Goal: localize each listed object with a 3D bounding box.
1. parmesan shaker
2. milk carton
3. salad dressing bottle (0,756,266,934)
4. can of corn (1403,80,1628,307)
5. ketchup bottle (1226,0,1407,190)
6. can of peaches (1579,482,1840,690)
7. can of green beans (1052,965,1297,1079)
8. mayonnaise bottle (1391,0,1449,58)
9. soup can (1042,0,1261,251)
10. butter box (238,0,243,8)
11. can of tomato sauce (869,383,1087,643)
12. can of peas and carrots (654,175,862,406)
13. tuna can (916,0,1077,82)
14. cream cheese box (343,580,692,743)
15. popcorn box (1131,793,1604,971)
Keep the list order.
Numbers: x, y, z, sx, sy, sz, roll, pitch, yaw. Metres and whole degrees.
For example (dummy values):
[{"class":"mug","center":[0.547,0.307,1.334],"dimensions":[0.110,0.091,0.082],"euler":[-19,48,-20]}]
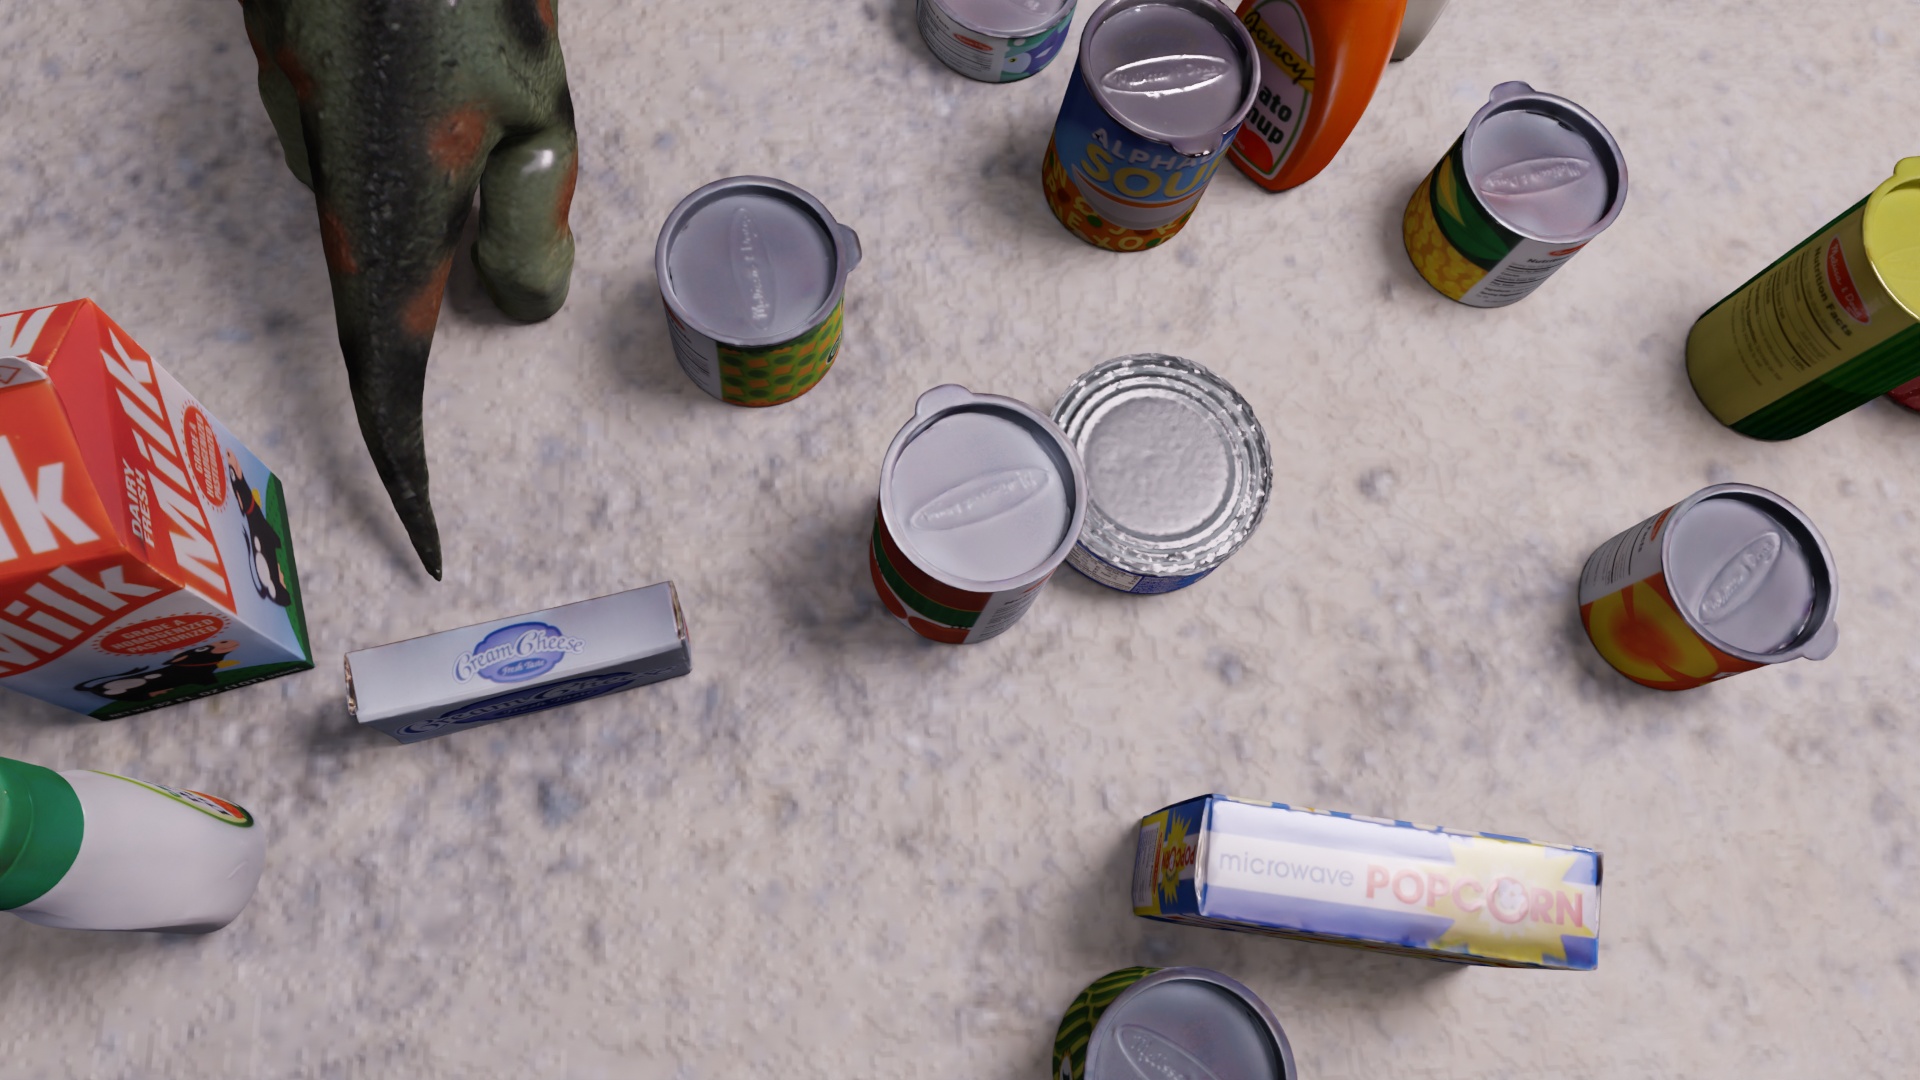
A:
[{"class":"parmesan shaker","center":[0.338,-0.089,0.531],"dimensions":[0.071,0.102,0.071],"euler":[2,73,-6]},{"class":"milk carton","center":[-0.252,-0.007,0.389],"dimensions":[0.072,0.190,0.073],"euler":[-15,76,-11]},{"class":"salad dressing bottle","center":[-0.244,0.085,0.385],"dimensions":[0.064,0.147,0.044],"euler":[14,73,-2]},{"class":"can of corn","center":[0.218,-0.137,0.555],"dimensions":[0.071,0.058,0.071],"euler":[2,73,-6]},{"class":"ketchup bottle","center":[0.135,-0.193,0.515],"dimensions":[0.043,0.148,0.065],"euler":[-30,79,-14]},{"class":"can of peaches","center":[0.276,0.021,0.514],"dimensions":[0.071,0.058,0.071],"euler":[2,73,-6]},{"class":"can of green beans","center":[0.066,0.170,0.443],"dimensions":[0.071,0.057,0.071],"euler":[2,73,-6]},{"class":"mayonnaise bottle","center":[0.191,-0.256,0.541],"dimensions":[0.041,0.147,0.065],"euler":[5,73,-5]},{"class":"soup can","center":[0.070,-0.156,0.530],"dimensions":[0.071,0.083,0.071],"euler":[2,73,-6]},{"class":"butter box","center":[-0.230,-0.188,0.520],"dimensions":[0.103,0.053,0.024],"euler":[39,73,5]},{"class":"can of tomato sauce","center":[0.002,-0.006,0.476],"dimensions":[0.071,0.083,0.071],"euler":[2,73,-6]},{"class":"can of peas and carrots","center":[-0.072,-0.090,0.505],"dimensions":[0.071,0.058,0.071],"euler":[2,73,-6]},{"class":"tuna can","center":[0.017,-0.227,0.572],"dimensions":[0.071,0.032,0.071],"euler":[2,73,-6]},{"class":"cream cheese box","center":[-0.142,0.041,0.460],"dimensions":[0.104,0.053,0.024],"euler":[-13,76,-10]},{"class":"popcorn box","center":[0.127,0.113,0.454],"dimensions":[0.127,0.085,0.038],"euler":[9,73,-4]}]
